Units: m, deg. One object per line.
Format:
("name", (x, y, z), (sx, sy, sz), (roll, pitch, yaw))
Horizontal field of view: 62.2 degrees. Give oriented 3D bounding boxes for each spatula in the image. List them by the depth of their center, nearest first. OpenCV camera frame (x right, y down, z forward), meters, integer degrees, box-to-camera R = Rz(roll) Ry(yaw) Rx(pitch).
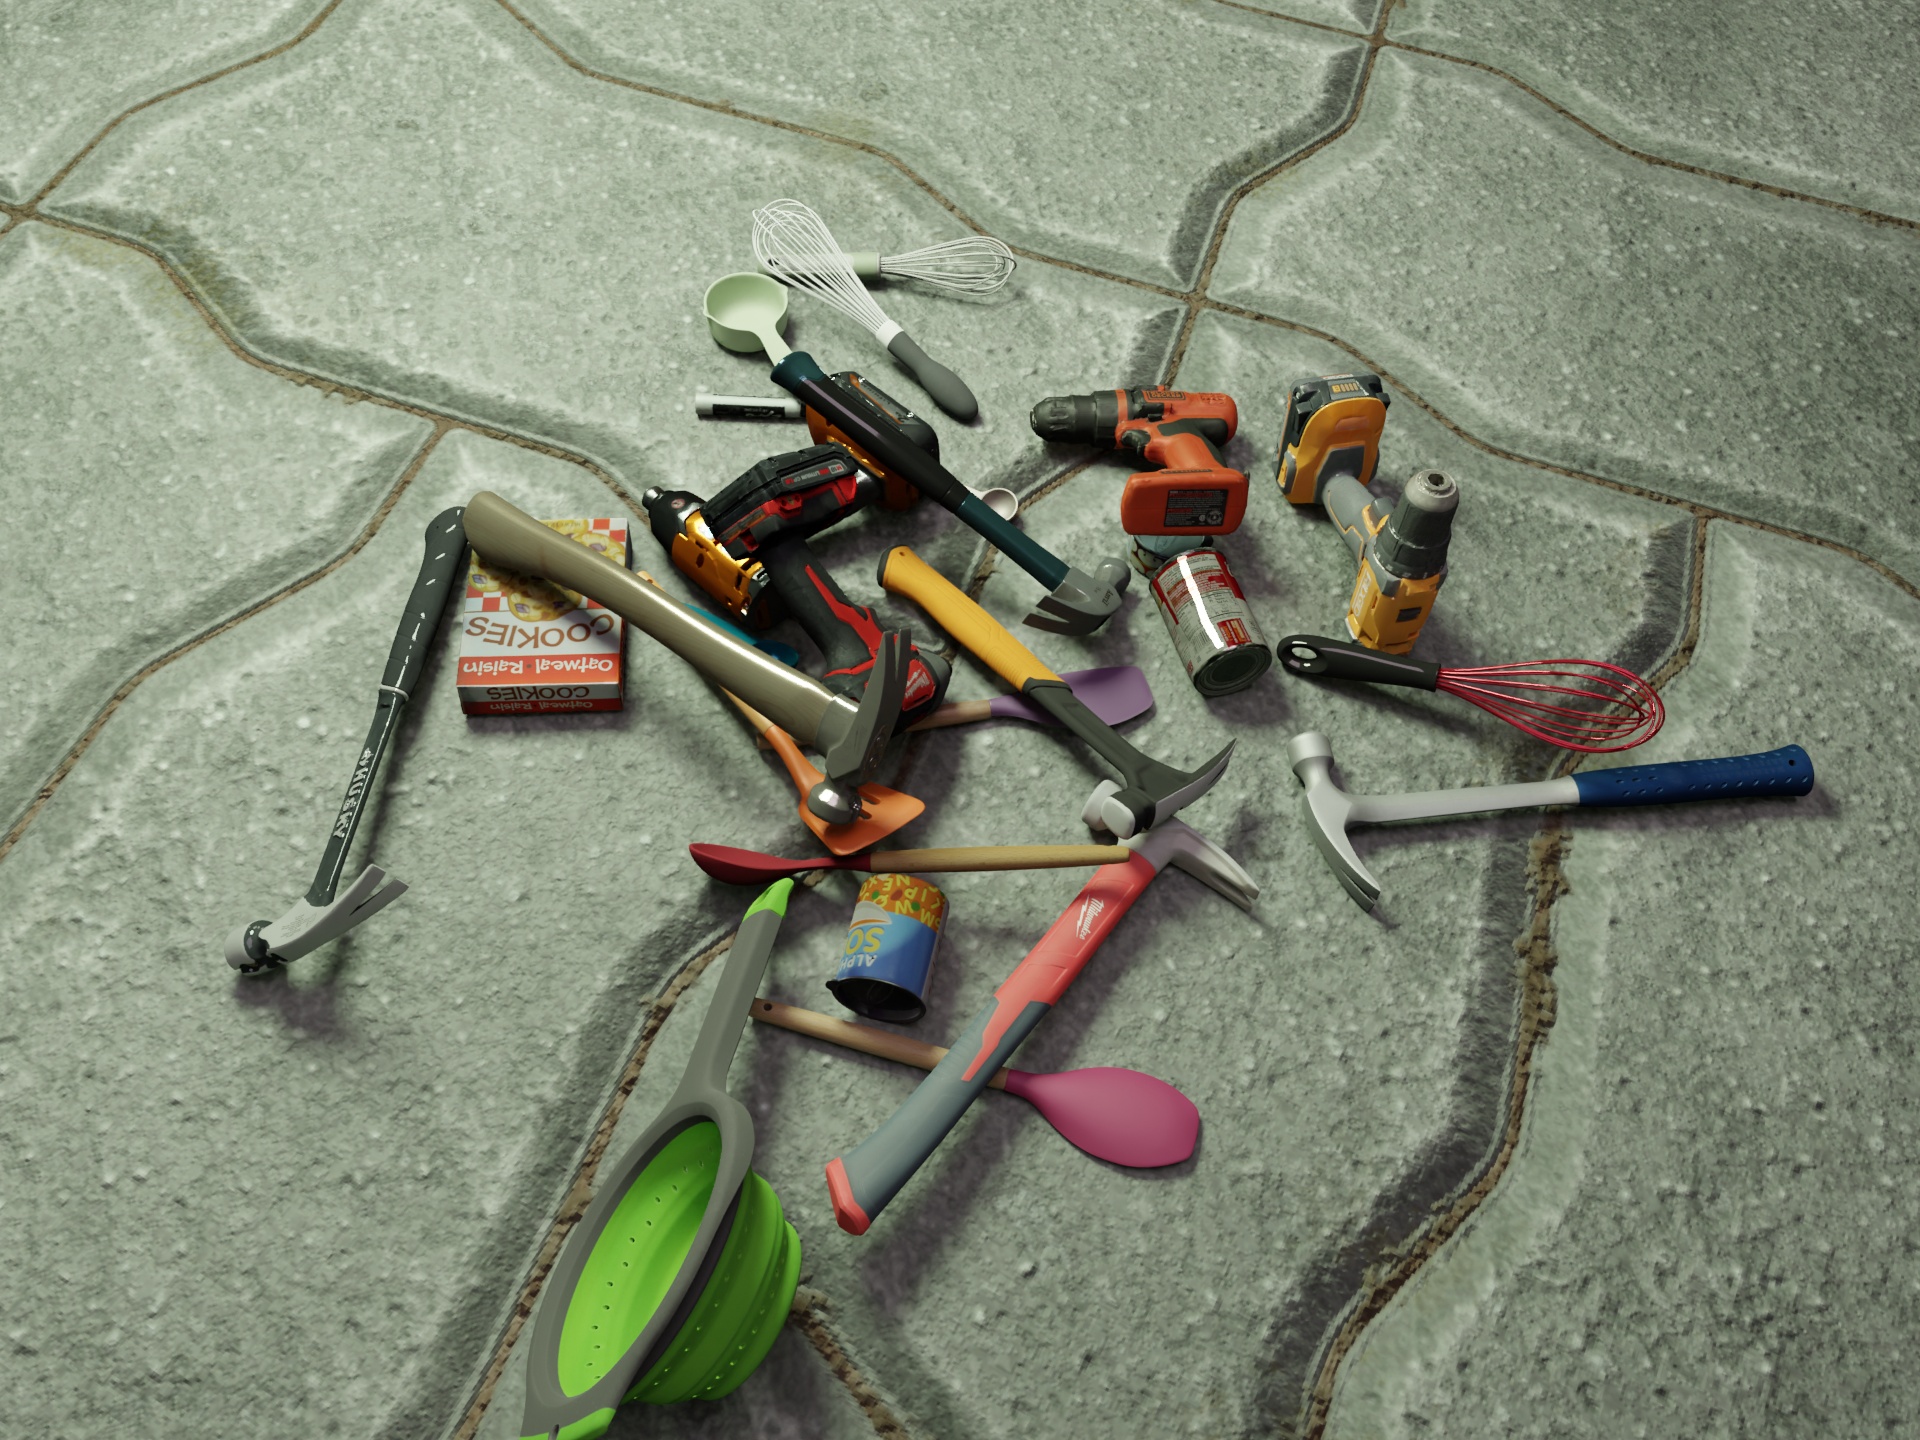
("spatula", (-0.155, -0.014, 1.206), (0.081, 0.041, 0.323), (-28, 62, -31))
("spatula", (-0.002, -0.004, 1.246), (0.316, 0.018, 0.060), (-7, 52, -10))

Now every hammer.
("hammer", (0.054, 0.202, 1.086), (0.143, 0.038, 0.386), (33, 56, 16))
("hammer", (-0.215, -0.083, 1.169), (0.411, 0.146, 0.038), (30, 22, 24))
("hammer", (-0.423, -0.009, 1.180), (0.149, 0.036, 0.409), (-21, 45, 28))
("hammer", (0.464, 0.061, 1.227), (0.405, 0.035, 0.144), (-5, 57, -7))
("hammer", (0.057, -0.041, 1.243), (0.127, 0.034, 0.337), (-27, 55, -34))
("hammer", (-0.009, -0.182, 1.266), (0.331, 0.033, 0.128), (37, 36, -5))

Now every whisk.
("whisk", (0.394, -0.030, 1.247), (0.296, 0.073, 0.073), (12, 56, 21))
("whisk", (-0.086, -0.371, 1.445), (0.285, 0.070, 0.070), (45, 64, 9))
("whisk", (-0.070, -0.431, 1.505), (0.246, 0.059, 0.058), (-1, 84, 0))

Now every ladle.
("ladle", (-0.038, 0.099, 1.136), (0.315, 0.069, 0.031), (-2, 93, 4))

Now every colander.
("colander", (-0.144, 0.274, 0.999), (0.094, 0.204, 0.397), (36, 44, -20))

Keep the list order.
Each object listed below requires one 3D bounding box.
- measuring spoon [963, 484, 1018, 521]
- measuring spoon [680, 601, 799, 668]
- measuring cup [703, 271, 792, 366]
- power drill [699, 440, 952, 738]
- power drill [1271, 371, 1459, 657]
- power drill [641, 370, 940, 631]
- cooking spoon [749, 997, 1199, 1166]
("measuring spoon", (-0.007, -0.195, 1.376), (0.124, 0.018, 0.034), (20, 70, 17))
("measuring spoon", (-0.185, -0.062, 1.275), (0.129, 0.021, 0.042), (27, 34, 23))
("measuring cup", (-0.175, -0.338, 1.442), (0.083, 0.038, 0.168), (-23, 63, -18))
("power drill", (-0.088, -0.091, 1.195), (0.143, 0.078, 0.219), (-28, 90, -53))
("power drill", (0.333, -0.187, 1.294), (0.084, 0.185, 0.226), (-8, 55, -8))
("power drill", (-0.145, -0.191, 1.323), (0.164, 0.084, 0.226), (39, 66, 22))
("cooking spoon", (0.007, 0.239, 1.088), (0.319, 0.017, 0.069), (15, 54, 5))
